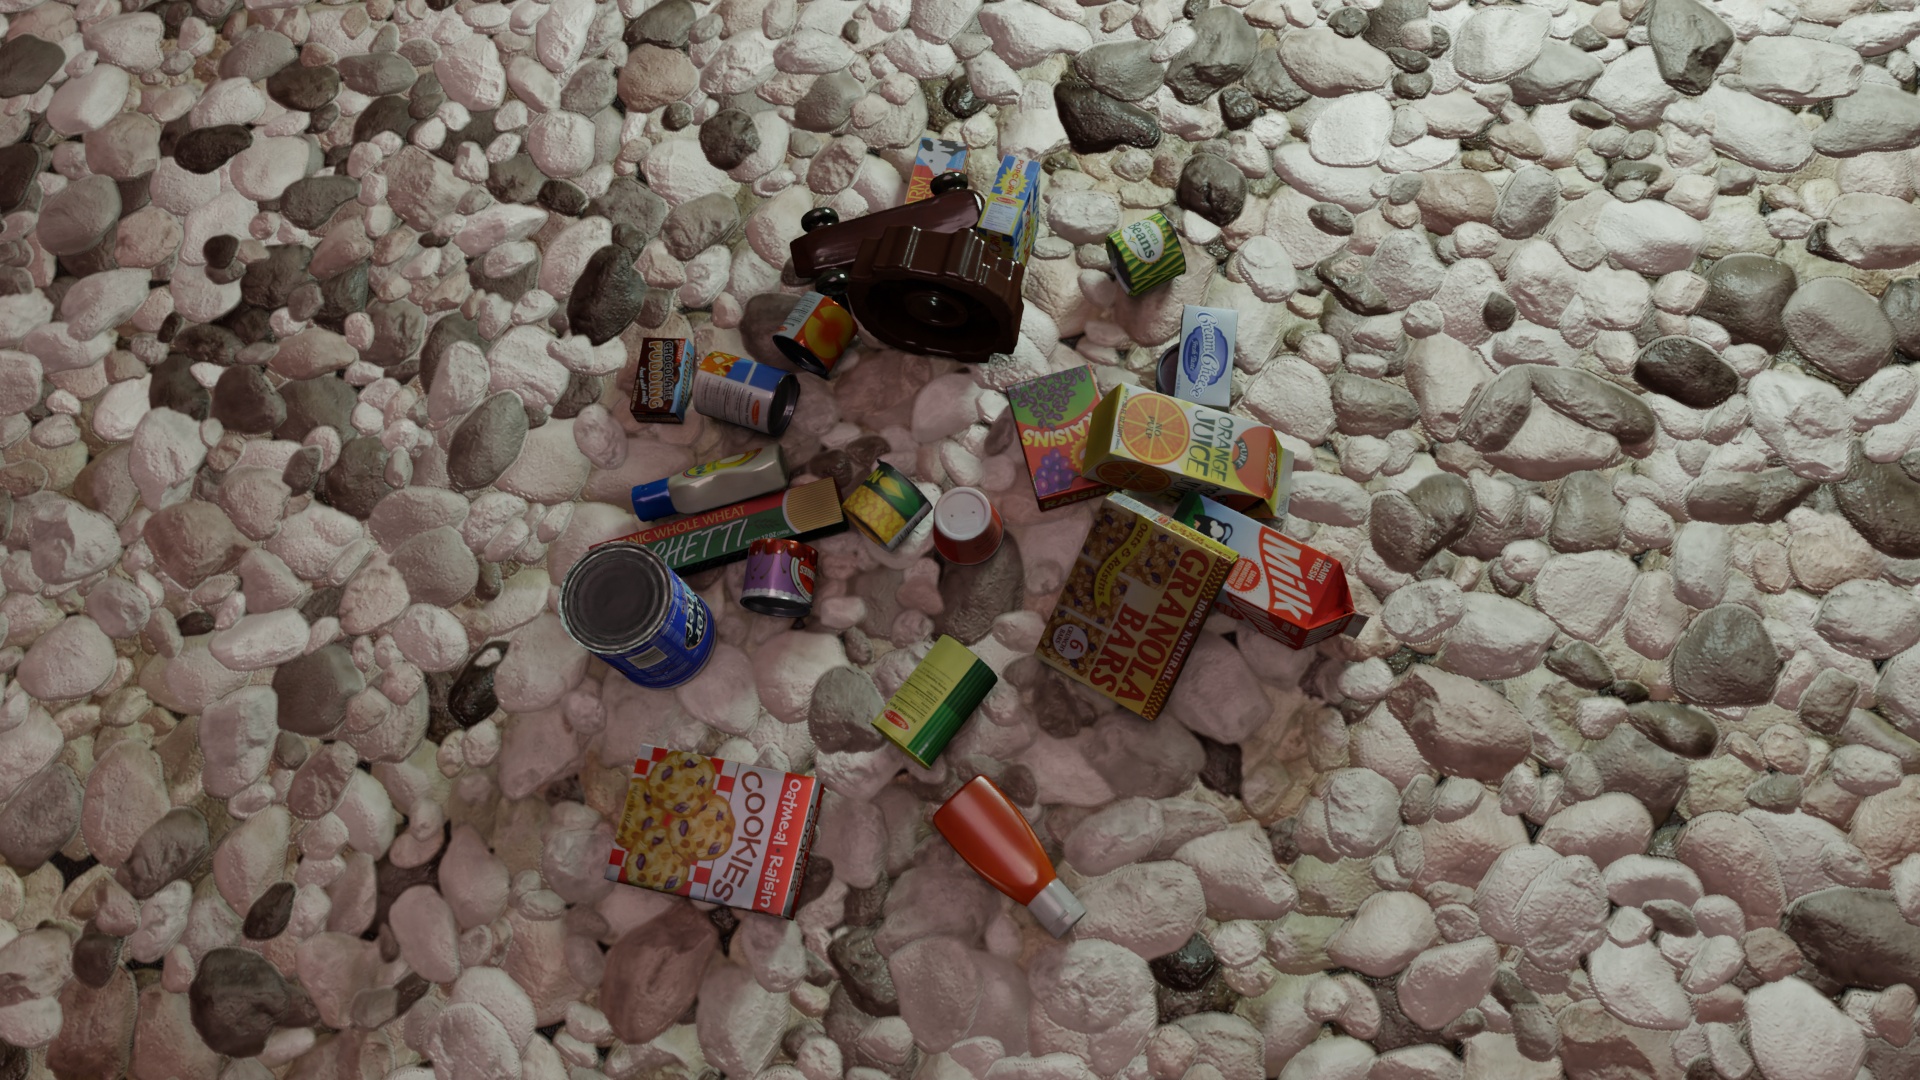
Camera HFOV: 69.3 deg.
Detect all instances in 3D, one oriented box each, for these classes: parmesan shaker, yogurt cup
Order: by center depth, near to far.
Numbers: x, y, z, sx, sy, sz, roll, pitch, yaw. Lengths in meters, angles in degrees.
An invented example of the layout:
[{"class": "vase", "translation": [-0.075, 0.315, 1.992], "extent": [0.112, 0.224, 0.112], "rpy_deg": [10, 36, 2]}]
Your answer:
[{"class": "parmesan shaker", "translation": [-0.020, 0.145, 1.239], "extent": [0.071, 0.071, 0.103], "rpy_deg": [36, 77, 16]}, {"class": "yogurt cup", "translation": [0.005, -0.016, 1.301], "extent": [0.072, 0.053, 0.072], "rpy_deg": [-2, 71, 6]}]

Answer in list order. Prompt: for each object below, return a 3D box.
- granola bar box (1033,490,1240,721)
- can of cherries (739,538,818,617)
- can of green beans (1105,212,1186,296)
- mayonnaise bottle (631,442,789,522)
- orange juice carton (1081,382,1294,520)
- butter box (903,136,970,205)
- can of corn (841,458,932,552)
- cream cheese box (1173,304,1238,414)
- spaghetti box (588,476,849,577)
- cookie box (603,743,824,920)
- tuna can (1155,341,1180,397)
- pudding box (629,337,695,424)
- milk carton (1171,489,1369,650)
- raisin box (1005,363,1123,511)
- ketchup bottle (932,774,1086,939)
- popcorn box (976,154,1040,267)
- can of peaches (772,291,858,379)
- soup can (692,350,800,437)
[{"class": "granola bar box", "translation": [0.153, 0.057, 1.221], "extent": [0.124, 0.039, 0.165], "rpy_deg": [28, 111, 14]}, {"class": "can of cherries", "translation": [-0.166, 0.035, 1.294], "extent": [0.071, 0.071, 0.058], "rpy_deg": [4, 70, 8]}, {"class": "can of green beans", "translation": [0.182, -0.282, 1.369], "extent": [0.058, 0.071, 0.071], "rpy_deg": [-24, 70, -2]}, {"class": "mayonnaise bottle", "translation": [-0.241, -0.054, 1.338], "extent": [0.148, 0.065, 0.041], "rpy_deg": [-15, 111, 2]}, {"class": "orange juice carton", "translation": [0.216, -0.075, 1.273], "extent": [0.193, 0.072, 0.072], "rpy_deg": [15, 71, -11]}, {"class": "butter box", "translation": [-0.026, -0.368, 1.445], "extent": [0.053, 0.024, 0.104], "rpy_deg": [9, 71, 10]}, {"class": "can of corn", "translation": [-0.071, -0.033, 1.307], "extent": [0.071, 0.071, 0.058], "rpy_deg": [39, 80, 17]}, {"class": "cream cheese box", "translation": [0.231, -0.170, 1.310], "extent": [0.053, 0.024, 0.104], "rpy_deg": [6, 71, 6]}, {"class": "spaghetti box", "translation": [-0.233, -0.002, 1.335], "extent": [0.250, 0.028, 0.050], "rpy_deg": [-16, 69, 0]}, {"class": "cookie box", "translation": [-0.216, 0.258, 1.235], "extent": [0.167, 0.040, 0.123], "rpy_deg": [9, 72, 10]}, {"class": "tuna can", "translation": [0.222, -0.159, 1.339], "extent": [0.071, 0.032, 0.071], "rpy_deg": [-2, 71, 5]}, {"class": "pudding box", "translation": [-0.299, -0.161, 1.397], "extent": [0.050, 0.030, 0.084], "rpy_deg": [4, 71, 7]}, {"class": "milk carton", "translation": [0.271, 0.035, 1.244], "extent": [0.191, 0.072, 0.073], "rpy_deg": [27, 76, 14]}, {"class": "raisin box", "translation": [0.100, -0.098, 1.327], "extent": [0.086, 0.040, 0.123], "rpy_deg": [-15, 70, 0]}, {"class": "ketchup bottle", "translation": [0.045, 0.275, 1.198], "extent": [0.065, 0.043, 0.149], "rpy_deg": [-41, 72, -8]}, {"class": "popcorn box", "translation": [0.048, -0.306, 1.360], "extent": [0.038, 0.126, 0.085], "rpy_deg": [18, 74, 8]}, {"class": "can of peaches", "translation": [-0.142, -0.204, 1.379], "extent": [0.071, 0.071, 0.058], "rpy_deg": [29, 76, 15]}, {"class": "soup can", "translation": [-0.210, -0.145, 1.365], "extent": [0.084, 0.071, 0.071], "rpy_deg": [17, 74, 13]}]
